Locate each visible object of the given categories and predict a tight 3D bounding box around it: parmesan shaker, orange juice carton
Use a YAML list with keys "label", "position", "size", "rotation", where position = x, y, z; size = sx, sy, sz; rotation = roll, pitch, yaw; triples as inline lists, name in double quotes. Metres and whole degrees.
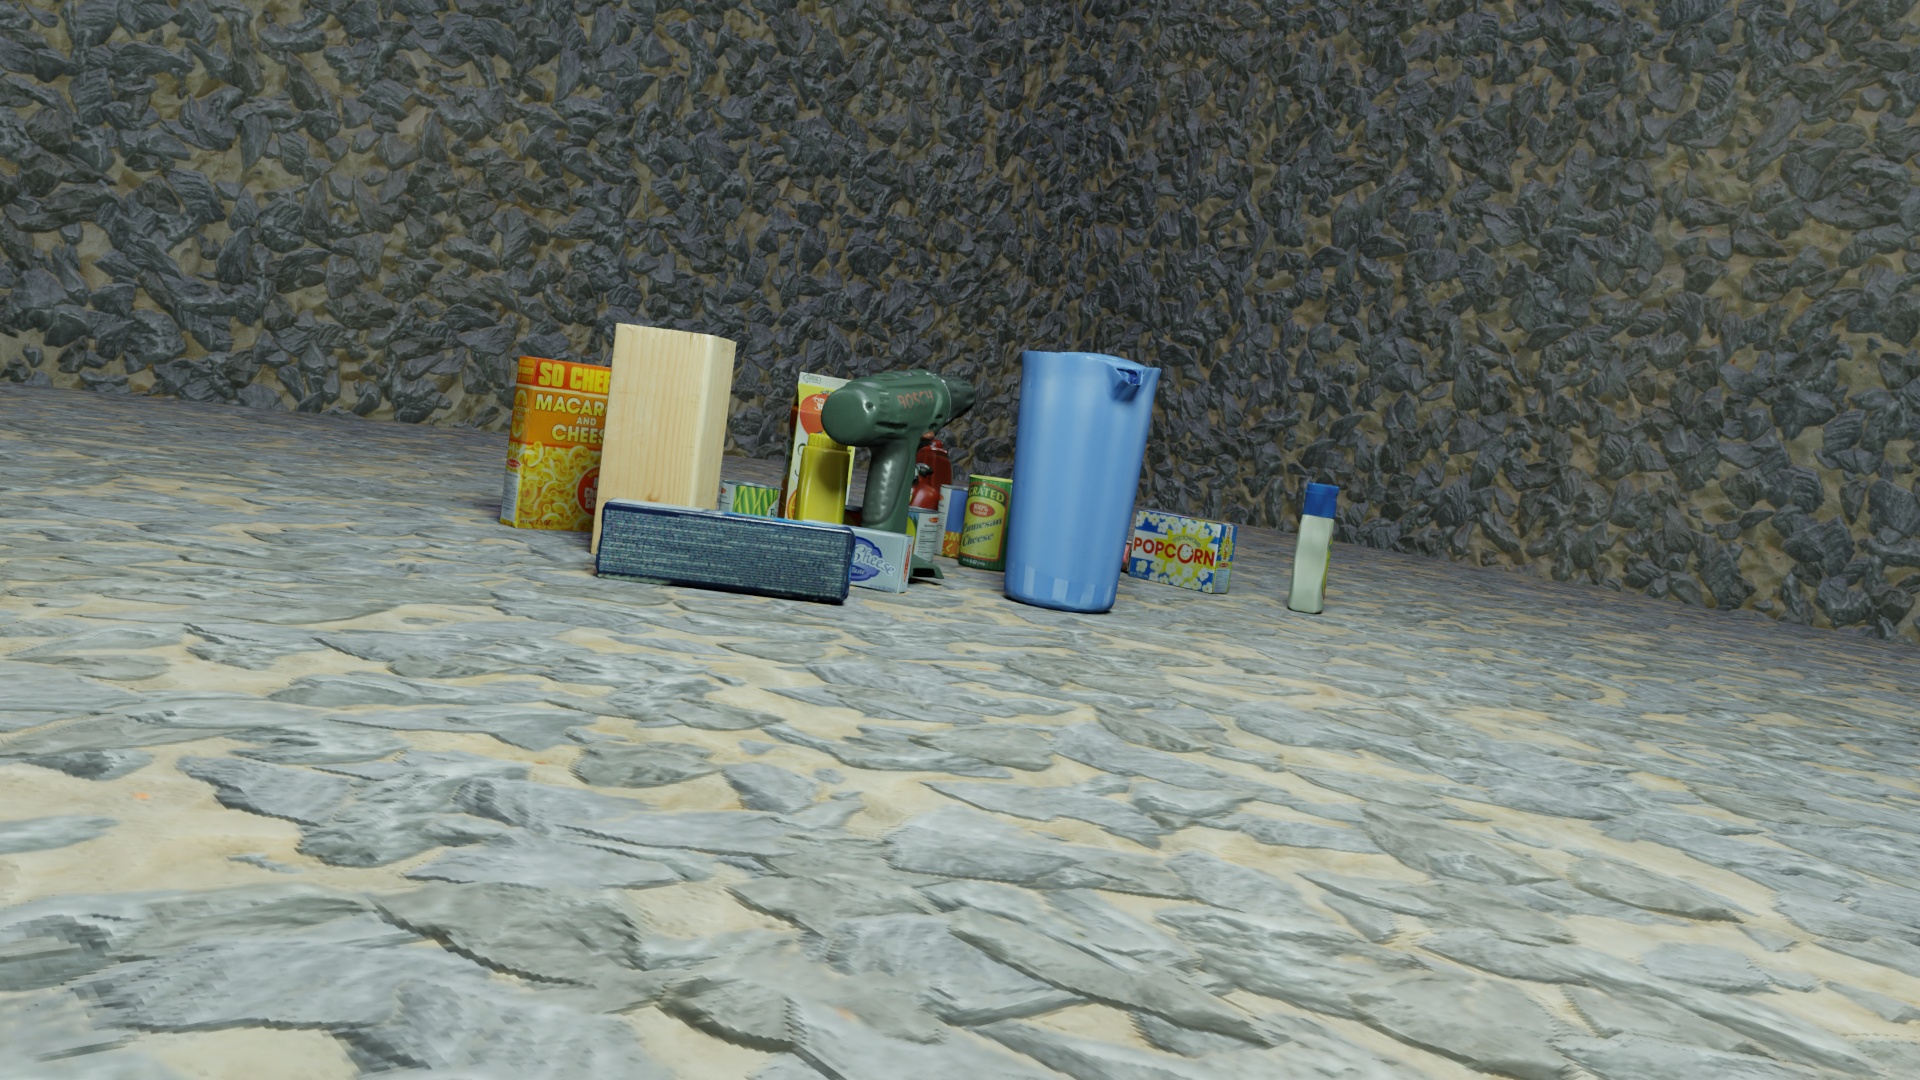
- label: "parmesan shaker"
  position: [0.038, -0.019, 1.589]
  size: [0.071, 0.103, 0.071]
  rotation: [8, 4, -1]
- label: "orange juice carton"
  position: [-0.164, -0.095, 1.612]
  size: [0.072, 0.192, 0.073]
  rotation: [7, 4, -15]

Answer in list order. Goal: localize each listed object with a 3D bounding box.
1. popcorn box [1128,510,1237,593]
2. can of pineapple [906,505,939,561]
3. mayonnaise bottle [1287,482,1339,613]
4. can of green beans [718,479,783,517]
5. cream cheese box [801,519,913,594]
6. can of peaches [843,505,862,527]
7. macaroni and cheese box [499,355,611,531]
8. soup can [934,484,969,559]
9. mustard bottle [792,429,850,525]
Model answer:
- label: "popcorn box"
  position: [0.271, 0.013, 1.701]
  size: [0.127, 0.085, 0.038]
  rotation: [12, 6, 42]
- label: "can of pineapple"
  position: [-0.061, -0.009, 1.573]
  size: [0.071, 0.057, 0.071]
  rotation: [8, 4, -1]
- label: "mayonnaise bottle"
  position: [0.408, 0.009, 1.602]
  size: [0.041, 0.148, 0.065]
  rotation: [9, 4, 18]
- label: "can of green beans"
  position: [-0.245, -0.037, 1.599]
  size: [0.071, 0.057, 0.071]
  rotation: [8, 4, -1]
- label: "cream cheese box"
  position: [-0.097, 0.014, 1.266]
  size: [0.104, 0.053, 0.024]
  rotation: [9, 4, 16]
- label: "can of peaches"
  position: [-0.114, -0.006, 1.446]
  size: [0.071, 0.058, 0.071]
  rotation: [8, 4, -1]
- label: "macaroni and cheese box"
  position: [-0.387, -0.094, 1.388]
  size: [0.124, 0.166, 0.040]
  rotation: [4, 6, -45]
- label: "soup can"
  position: [0.006, -0.021, 1.671]
  size: [0.071, 0.083, 0.071]
  rotation: [8, 4, -1]
- label: "mustard bottle"
  position: [-0.135, -0.053, 1.356]
  size: [0.049, 0.160, 0.065]
  rotation: [7, 4, -14]
